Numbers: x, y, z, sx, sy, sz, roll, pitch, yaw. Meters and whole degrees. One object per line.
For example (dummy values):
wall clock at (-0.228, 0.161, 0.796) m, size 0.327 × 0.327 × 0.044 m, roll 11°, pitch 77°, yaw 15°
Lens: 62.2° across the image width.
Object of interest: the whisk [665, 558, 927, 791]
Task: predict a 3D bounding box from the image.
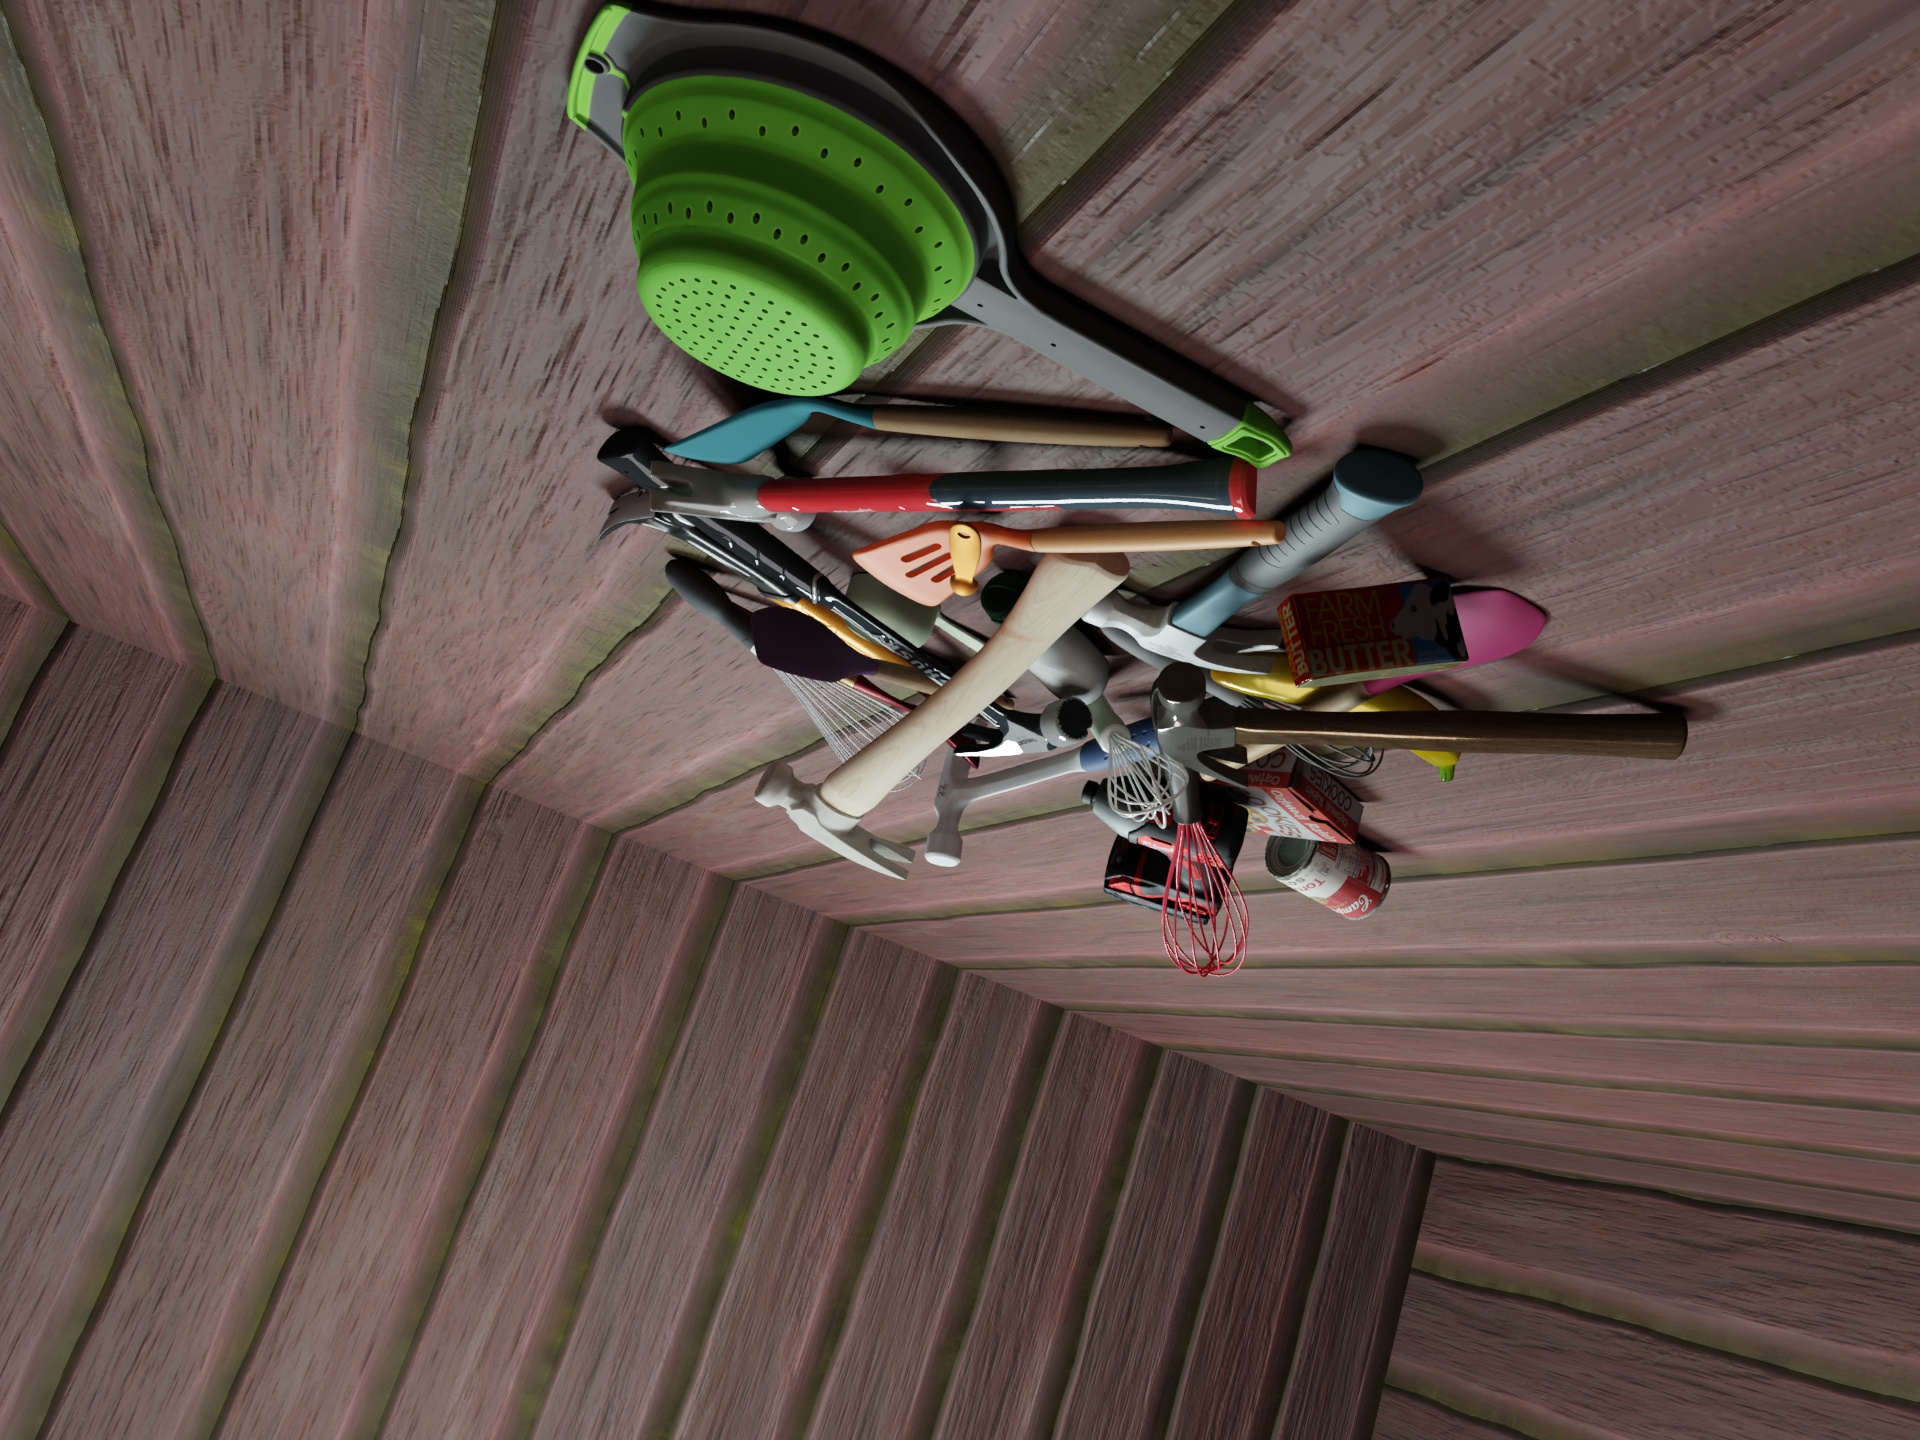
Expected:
whisk at (-0.142, -0.042, 1.359) m, size 0.284 × 0.070 × 0.070 m, roll 40°, pitch 163°, yaw -1°

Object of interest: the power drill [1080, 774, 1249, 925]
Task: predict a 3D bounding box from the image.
power drill at (0.182, 0.109, 1.434) m, size 0.143 × 0.078 × 0.219 m, roll 17°, pitch 162°, yaw 13°

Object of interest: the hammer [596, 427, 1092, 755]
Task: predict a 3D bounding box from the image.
hammer at (-0.093, -0.088, 1.196) m, size 0.408 × 0.036 × 0.149 m, roll 35°, pitch 155°, yaw -20°

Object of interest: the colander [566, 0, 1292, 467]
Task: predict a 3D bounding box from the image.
colander at (-0.014, -0.186, 0.768) m, size 0.396 × 0.094 × 0.204 m, roll 24°, pitch 163°, yaw -18°

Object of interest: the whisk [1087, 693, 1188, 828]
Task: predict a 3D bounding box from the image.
whisk at (0.120, 0.017, 1.206) m, size 0.057 × 0.059 × 0.246 m, roll 63°, pitch -178°, yaw -23°

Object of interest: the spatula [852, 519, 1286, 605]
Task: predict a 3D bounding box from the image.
spatula at (0.064, -0.104, 0.987) m, size 0.323 × 0.041 × 0.081 m, roll 5°, pitch 160°, yaw 47°

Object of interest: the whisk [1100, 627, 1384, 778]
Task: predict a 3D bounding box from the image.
whisk at (0.206, -0.024, 1.161) m, size 0.239 × 0.055 × 0.055 m, roll 27°, pitch 163°, yaw -10°

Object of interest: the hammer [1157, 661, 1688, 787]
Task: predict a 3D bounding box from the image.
hammer at (0.296, 0.008, 1.040) m, size 0.331 × 0.031 × 0.130 m, roll 2°, pitch 154°, yaw 9°

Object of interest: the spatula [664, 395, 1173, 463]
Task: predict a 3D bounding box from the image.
spatula at (-0.026, -0.167, 0.942) m, size 0.317 × 0.044 × 0.082 m, roll 9°, pitch -175°, yaw 27°

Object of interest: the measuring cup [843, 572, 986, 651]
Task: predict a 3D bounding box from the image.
measuring cup at (-0.022, -0.064, 1.286) m, size 0.167 × 0.038 × 0.083 m, roll 29°, pitch 161°, yaw -25°

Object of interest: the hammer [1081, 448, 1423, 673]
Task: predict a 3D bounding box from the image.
hammer at (0.182, -0.092, 0.974) m, size 0.128 × 0.033 × 0.331 m, roll 22°, pitch 164°, yaw -8°

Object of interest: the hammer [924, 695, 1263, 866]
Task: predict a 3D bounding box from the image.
hammer at (0.101, 0.027, 1.358) m, size 0.035 × 0.144 × 0.405 m, roll 22°, pitch 156°, yaw -30°

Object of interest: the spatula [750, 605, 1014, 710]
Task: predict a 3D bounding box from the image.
spatula at (-0.056, -0.041, 1.313) m, size 0.018 × 0.060 × 0.315 m, roll -26°, pitch 154°, yaw 34°

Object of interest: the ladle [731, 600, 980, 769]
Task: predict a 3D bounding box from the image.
ladle at (-0.115, -0.047, 1.406) m, size 0.315 × 0.031 × 0.069 m, roll 29°, pitch 176°, yaw -1°

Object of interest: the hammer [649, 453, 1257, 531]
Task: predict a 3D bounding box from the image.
hammer at (-0.008, -0.139, 0.957) m, size 0.386 × 0.038 × 0.143 m, roll 4°, pitch -177°, yaw 34°

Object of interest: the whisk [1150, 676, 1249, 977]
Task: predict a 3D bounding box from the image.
whisk at (0.180, 0.090, 1.245) m, size 0.073 × 0.073 × 0.295 m, roll 9°, pitch 128°, yaw 32°

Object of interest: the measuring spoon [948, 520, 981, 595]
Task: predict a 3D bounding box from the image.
measuring spoon at (0.002, -0.100, 0.998) m, size 0.021 × 0.011 × 0.117 m, roll 15°, pitch 166°, yaw 4°

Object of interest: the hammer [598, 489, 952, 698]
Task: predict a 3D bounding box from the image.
hammer at (-0.136, -0.097, 1.319) m, size 0.336 × 0.034 × 0.127 m, roll 31°, pitch 160°, yaw -36°

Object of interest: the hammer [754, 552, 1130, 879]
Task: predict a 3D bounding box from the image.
hammer at (-0.002, -0.004, 1.178) m, size 0.146 × 0.038 × 0.410 m, roll 32°, pitch 137°, yaw -15°

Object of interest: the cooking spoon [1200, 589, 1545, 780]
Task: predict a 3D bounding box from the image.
cooking spoon at (0.258, -0.014, 1.062) m, size 0.068 × 0.017 × 0.319 m, roll 27°, pitch 149°, yaw -18°
